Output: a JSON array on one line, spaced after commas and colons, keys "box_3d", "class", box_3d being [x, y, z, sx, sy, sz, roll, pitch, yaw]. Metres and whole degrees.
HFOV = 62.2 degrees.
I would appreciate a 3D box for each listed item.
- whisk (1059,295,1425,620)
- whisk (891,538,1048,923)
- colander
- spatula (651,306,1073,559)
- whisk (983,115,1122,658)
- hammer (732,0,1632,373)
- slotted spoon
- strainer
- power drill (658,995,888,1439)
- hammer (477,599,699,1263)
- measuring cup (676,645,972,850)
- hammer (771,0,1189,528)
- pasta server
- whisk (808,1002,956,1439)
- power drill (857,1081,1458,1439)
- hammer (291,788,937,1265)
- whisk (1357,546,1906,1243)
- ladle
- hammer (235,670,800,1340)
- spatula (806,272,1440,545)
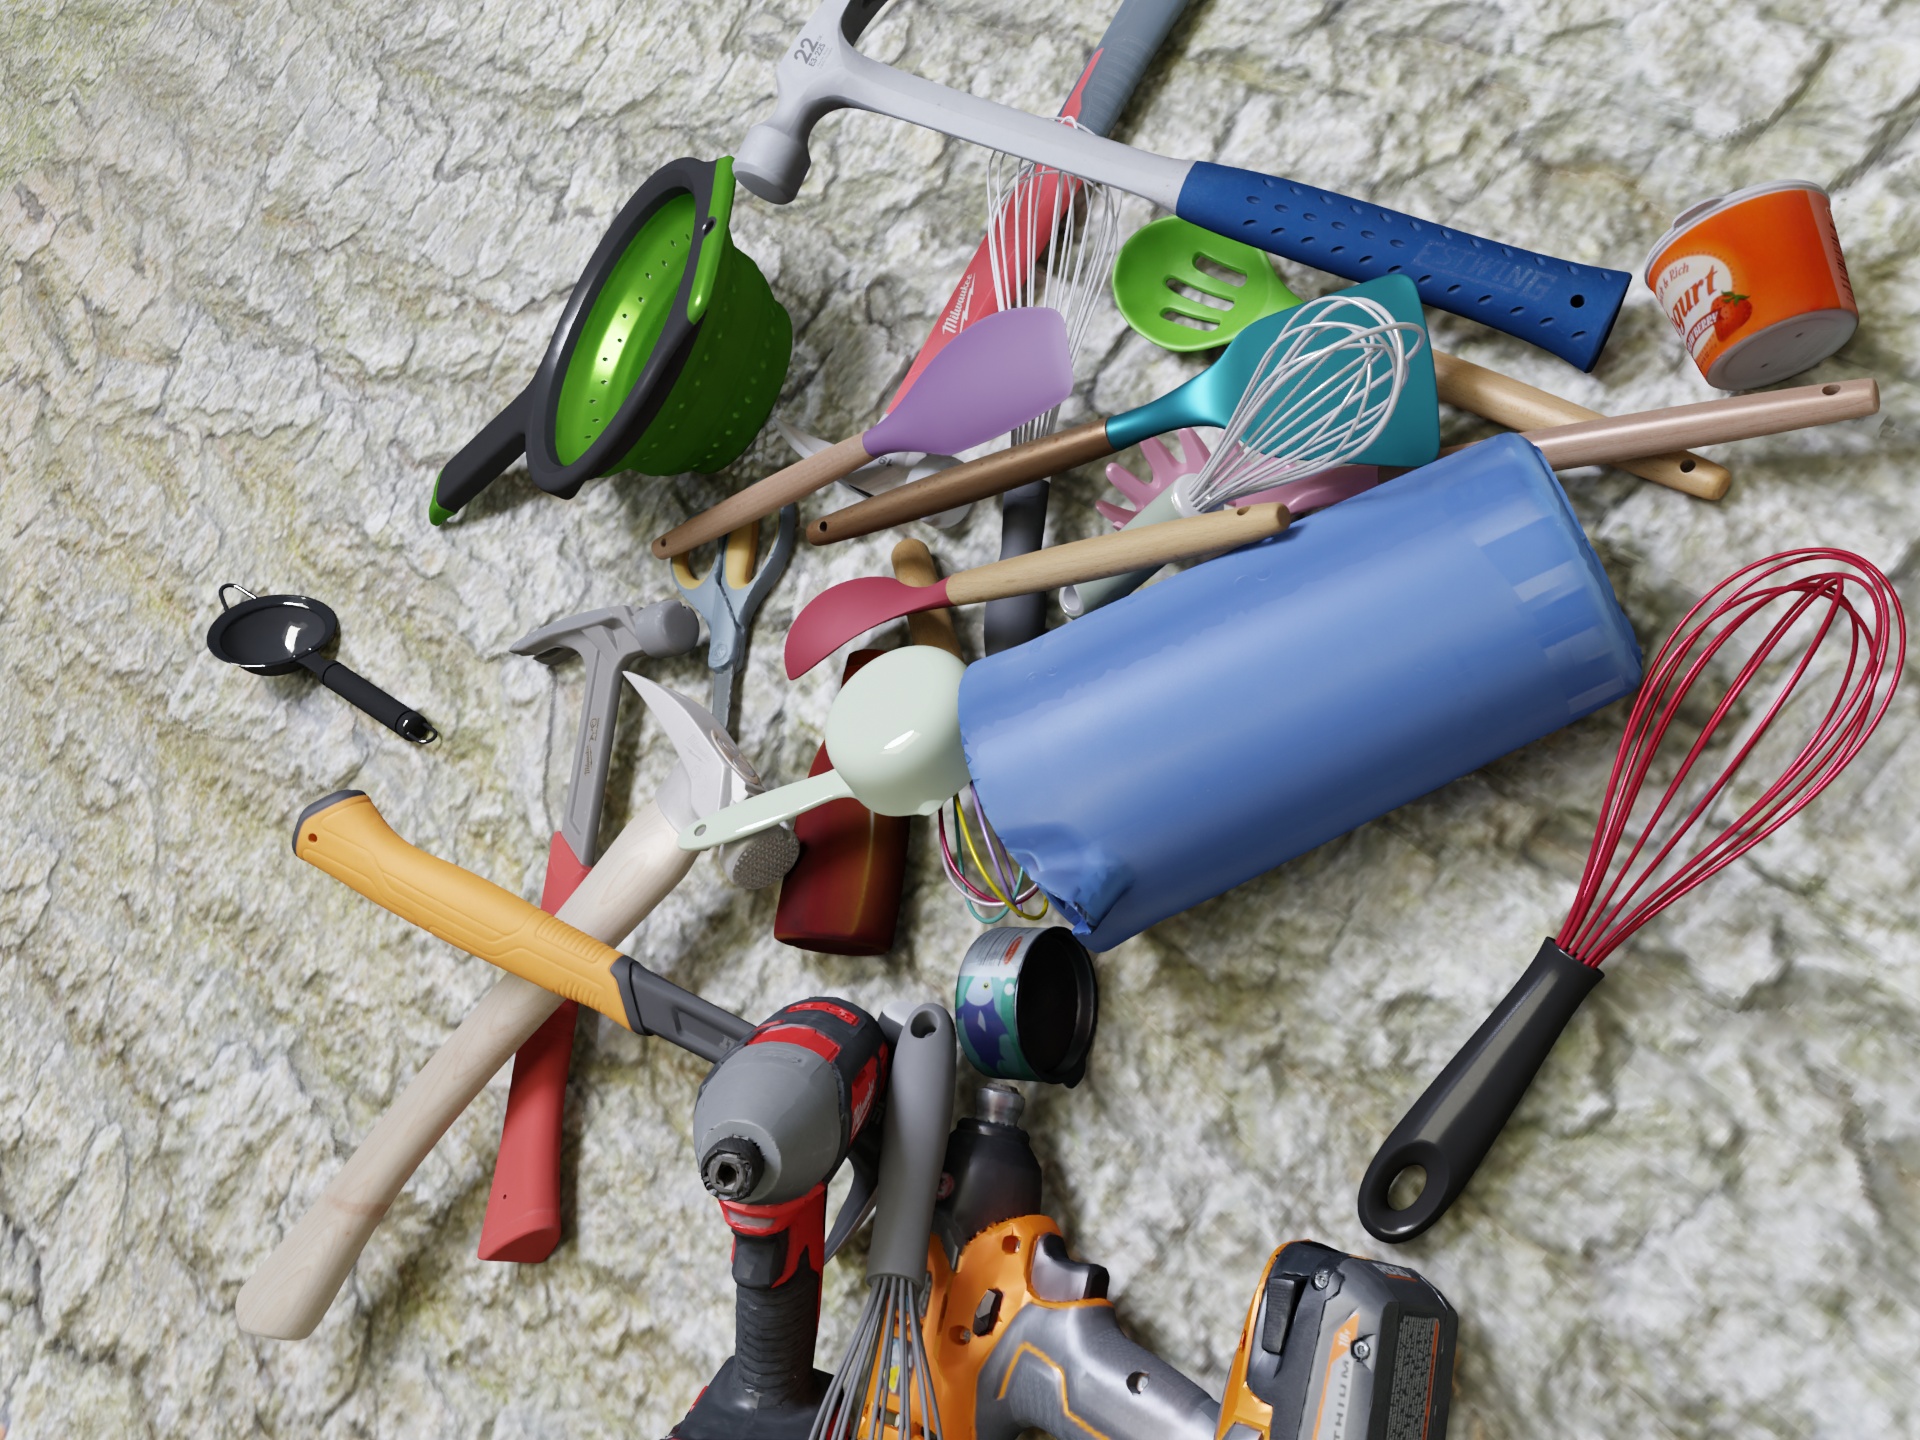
[{"box_3d": [0.102, -0.094, 0.649, 0.246, 0.059, 0.058, -40, 67, 60], "class": "whisk"}, {"box_3d": [0.000, -0.001, 0.757, 0.245, 0.047, 0.051, -107, 31, -42], "class": "whisk"}, {"box_3d": [-0.214, -0.188, 0.978, 0.397, 0.094, 0.205, -22, 53, 47], "class": "colander"}, {"box_3d": [-0.064, -0.137, 0.828, 0.316, 0.018, 0.060, -18, 76, 41], "class": "spatula"}, {"box_3d": [0.035, -0.156, 0.777, 0.070, 0.070, 0.284, 4, 86, 36], "class": "whisk"}, {"box_3d": [0.095, -0.248, 0.714, 0.406, 0.035, 0.144, 25, 86, 19], "class": "hammer"}, {"box_3d": [0.191, -0.160, 0.707, 0.314, 0.031, 0.070, 35, 94, 37], "class": "slotted spoon"}, {"box_3d": [-0.435, -0.032, 1.090, 0.259, 0.050, 0.087, 26, 44, 34], "class": "strainer"}, {"box_3d": [-0.079, 0.230, 0.630, 0.078, 0.143, 0.219, 9, 96, 9], "class": "power drill"}, {"box_3d": [-0.225, 0.110, 0.880, 0.149, 0.036, 0.359, -10, 67, 40], "class": "hammer"}, {"box_3d": [-0.065, 0.018, 0.716, 0.167, 0.038, 0.083, -22, 43, 14], "class": "measuring cup"}, {"box_3d": [0.037, -0.293, 0.864, 0.143, 0.038, 0.386, 30, 90, 41], "class": "hammer"}, {"box_3d": [0.199, -0.109, 0.658, 0.316, 0.040, 0.060, -4, 56, 39], "class": "pasta server"}, {"box_3d": [-0.022, 0.211, 0.602, 0.055, 0.055, 0.239, -20, 42, 28], "class": "whisk"}, {"box_3d": [0.064, 0.232, 0.604, 0.226, 0.084, 0.164, -1, 71, 39], "class": "power drill"}, {"box_3d": [-0.175, 0.125, 0.745, 0.337, 0.034, 0.127, 25, 99, 14], "class": "hammer"}, {"box_3d": [0.230, 0.068, 0.568, 0.073, 0.073, 0.296, 40, 103, 39], "class": "whisk"}, {"box_3d": [0.016, -0.060, 0.708, 0.315, 0.031, 0.069, -8, 37, 48], "class": "ladle"}, {"box_3d": [-0.251, 0.161, 0.827, 0.410, 0.038, 0.146, -49, 53, 10], "class": "hammer"}, {"box_3d": [0.055, -0.119, 0.723, 0.317, 0.044, 0.082, -12, 81, 37], "class": "spatula"}]
